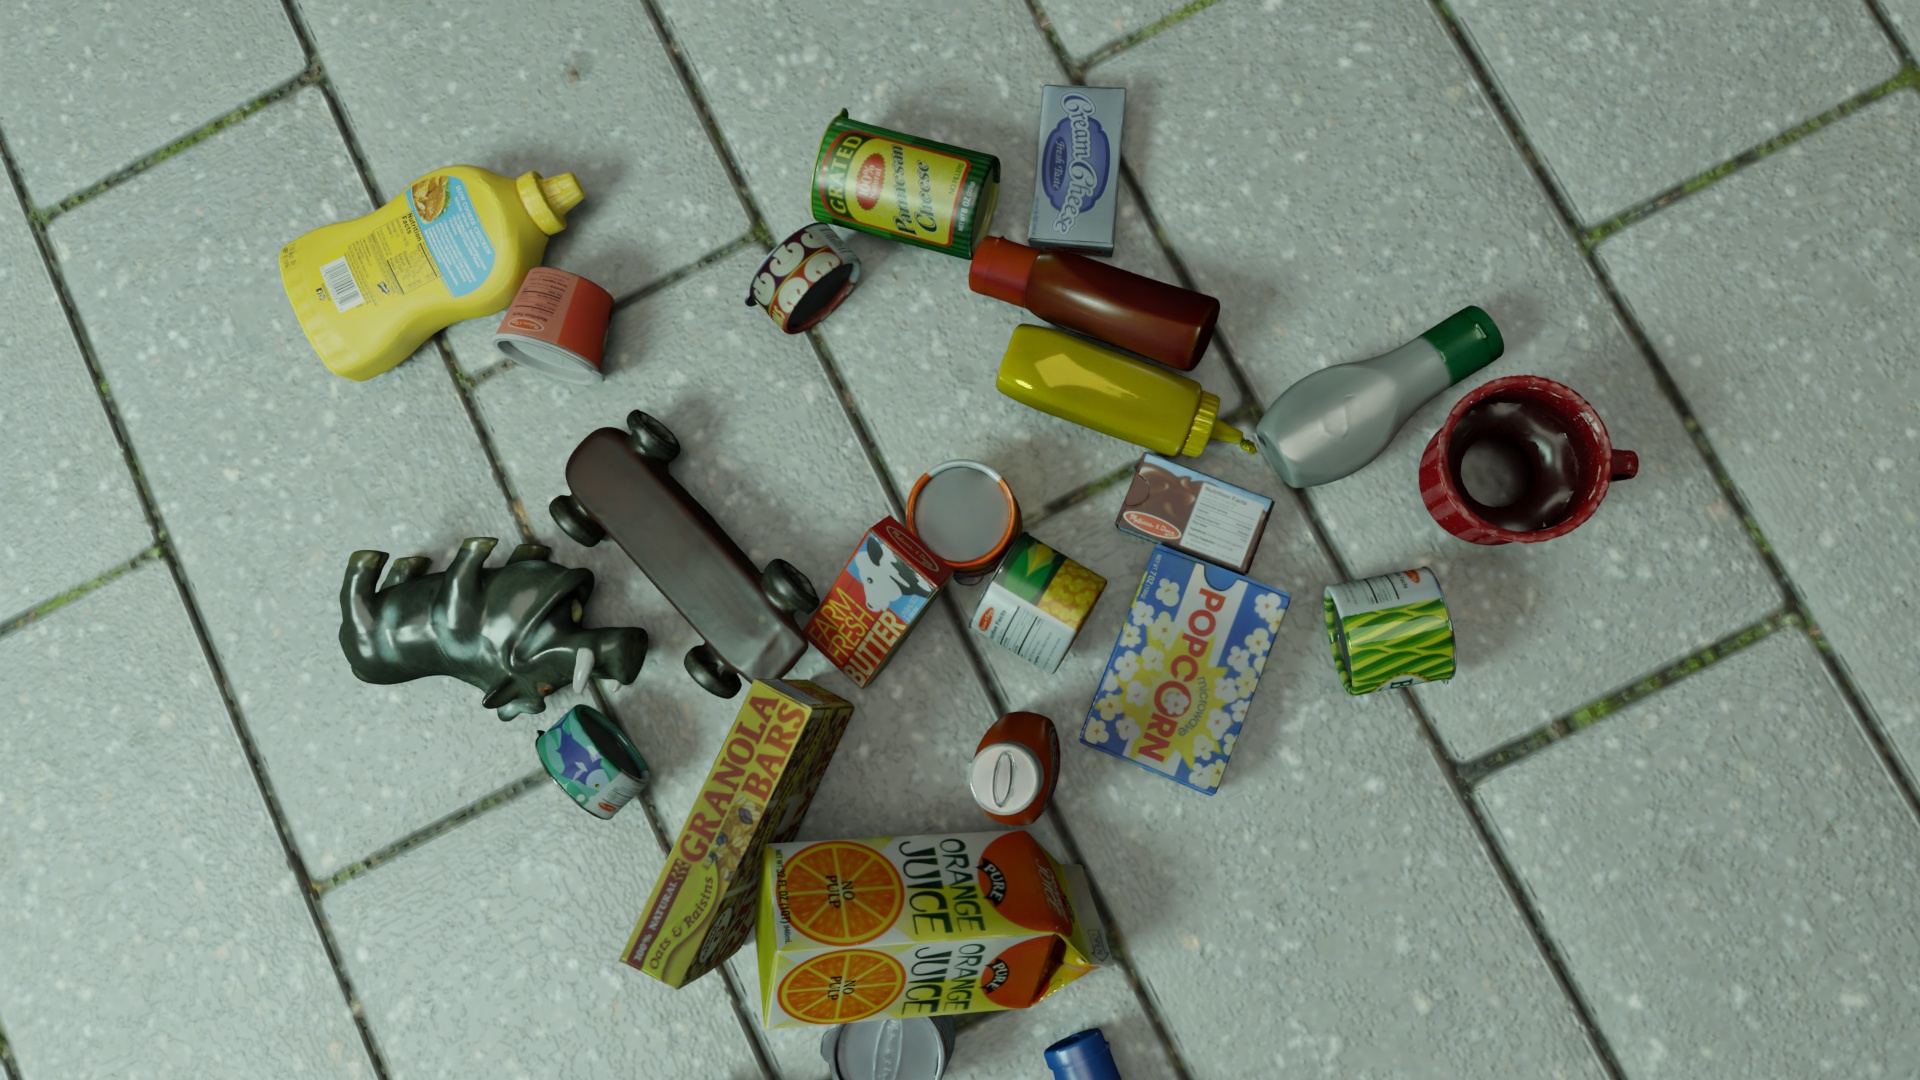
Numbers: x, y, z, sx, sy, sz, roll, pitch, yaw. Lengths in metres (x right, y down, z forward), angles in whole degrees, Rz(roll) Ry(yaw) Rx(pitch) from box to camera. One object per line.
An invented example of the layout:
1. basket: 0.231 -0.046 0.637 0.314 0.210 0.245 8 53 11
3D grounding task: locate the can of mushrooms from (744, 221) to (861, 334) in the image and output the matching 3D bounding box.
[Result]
1. can of mushrooms: -0.097 -0.159 0.857 0.071 0.071 0.033 -43 83 0

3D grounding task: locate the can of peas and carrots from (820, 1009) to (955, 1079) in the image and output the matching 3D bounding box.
1. can of peas and carrots: -0.041 0.291 0.803 0.071 0.058 0.071 -1 83 6

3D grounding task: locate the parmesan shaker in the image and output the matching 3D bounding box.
1. parmesan shaker: -0.032 -0.220 0.856 0.103 0.071 0.071 16 86 7

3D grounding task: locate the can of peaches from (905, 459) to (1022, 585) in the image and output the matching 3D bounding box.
1. can of peaches: 0.003 -0.010 0.833 0.071 0.058 0.071 -1 83 5

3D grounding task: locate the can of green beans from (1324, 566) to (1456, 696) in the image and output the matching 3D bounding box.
1. can of green beans: 0.246 0.053 0.798 0.058 0.071 0.071 -11 83 5

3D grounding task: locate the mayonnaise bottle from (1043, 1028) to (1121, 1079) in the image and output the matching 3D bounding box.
1. mayonnaise bottle: 0.091 0.354 0.783 0.041 0.064 0.148 -22 78 1

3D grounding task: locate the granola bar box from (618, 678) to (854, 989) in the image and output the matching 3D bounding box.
1. granola bar box: -0.121 0.161 0.792 0.039 0.124 0.165 25 87 9

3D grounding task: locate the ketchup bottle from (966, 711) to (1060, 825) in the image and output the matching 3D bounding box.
1. ketchup bottle: 0.030 0.128 0.769 0.043 0.148 0.065 6 85 8

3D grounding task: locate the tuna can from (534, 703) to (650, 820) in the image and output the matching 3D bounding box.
1. tuna can: -0.222 0.131 0.836 0.033 0.071 0.071 -42 82 -1

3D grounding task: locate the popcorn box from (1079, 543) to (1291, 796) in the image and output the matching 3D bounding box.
1. popcorn box: 0.132 0.076 0.821 0.085 0.038 0.126 21 86 9

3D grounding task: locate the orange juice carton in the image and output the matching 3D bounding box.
1. orange juice carton: -0.014 0.214 0.774 0.193 0.072 0.072 0 39 -14

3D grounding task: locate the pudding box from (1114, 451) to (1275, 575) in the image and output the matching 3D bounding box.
1. pudding box: 0.140 -0.016 0.835 0.084 0.030 0.049 21 87 8

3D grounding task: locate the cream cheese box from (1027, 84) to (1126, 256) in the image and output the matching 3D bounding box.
1. cream cheese box: 0.073 -0.232 0.869 0.053 0.024 0.104 5 84 6

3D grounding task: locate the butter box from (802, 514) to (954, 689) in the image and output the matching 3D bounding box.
1. butter box: -0.050 0.038 0.821 0.053 0.024 0.103 42 128 7

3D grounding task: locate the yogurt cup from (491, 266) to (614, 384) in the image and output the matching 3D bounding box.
1. yogurt cup: -0.252 -0.136 0.871 0.072 0.072 0.054 14 77 7

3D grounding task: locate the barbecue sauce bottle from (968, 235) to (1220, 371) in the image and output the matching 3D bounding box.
1. barbecue sauce bottle: 0.079 -0.147 0.842 0.149 0.065 0.043 21 119 13

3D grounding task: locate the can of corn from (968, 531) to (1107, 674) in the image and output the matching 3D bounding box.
1. can of corn: 0.047 0.036 0.821 0.058 0.071 0.071 30 88 7

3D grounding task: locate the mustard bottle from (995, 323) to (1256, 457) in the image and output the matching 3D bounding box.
1. mustard bottle: 0.102 -0.084 0.832 0.160 0.065 0.049 20 91 2

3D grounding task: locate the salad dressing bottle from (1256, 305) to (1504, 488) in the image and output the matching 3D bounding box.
1. salad dressing bottle: 0.250 -0.087 0.826 0.148 0.044 0.064 -31 81 0
